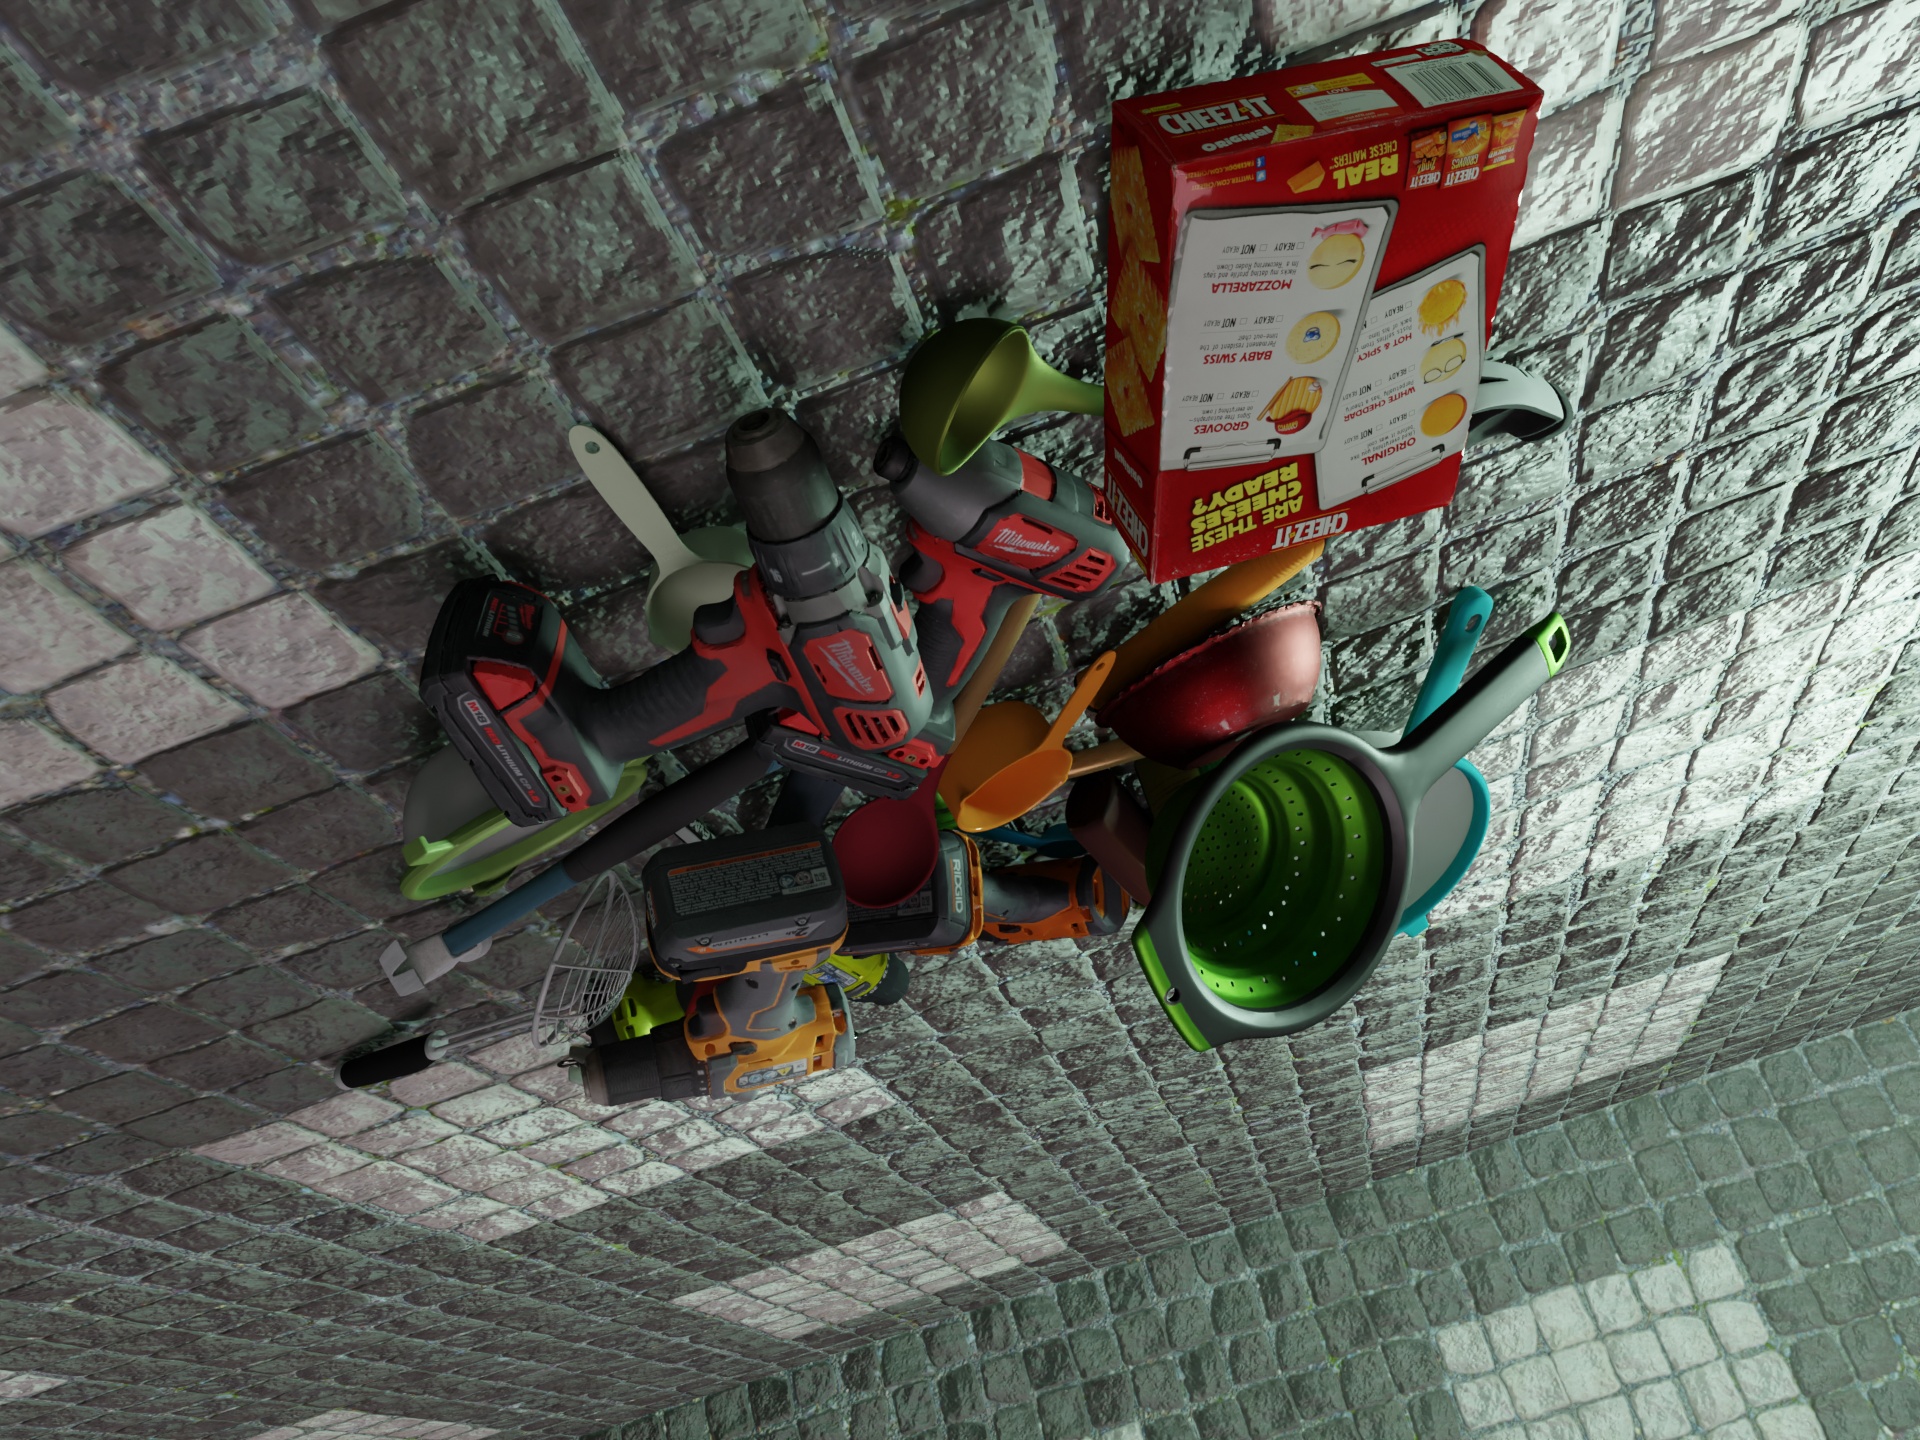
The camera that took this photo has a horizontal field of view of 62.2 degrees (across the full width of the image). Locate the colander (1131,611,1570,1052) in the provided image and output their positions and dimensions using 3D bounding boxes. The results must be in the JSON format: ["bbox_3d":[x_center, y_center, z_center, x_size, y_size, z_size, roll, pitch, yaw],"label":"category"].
[{"bbox_3d":[0.249,0.047,1.060,0.397,0.095,0.204,-38,116,-18],"label":"colander"}]

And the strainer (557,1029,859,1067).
[{"bbox_3d":[-0.218,0.271,1.360,0.258,0.050,0.087,-10,-166,-1],"label":"strainer"}]

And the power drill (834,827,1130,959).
[{"bbox_3d":[0.000,0.133,1.172,0.164,0.084,0.226,-12,166,37],"label":"power drill"}]

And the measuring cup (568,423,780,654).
[{"bbox_3d":[-0.143,-0.095,0.798,0.083,0.038,0.167,-19,134,16],"label":"measuring cup"}]

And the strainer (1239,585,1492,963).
[{"bbox_3d":[0.303,0.030,1.187,0.211,0.095,0.340,-4,127,-23],"label":"strainer"}]

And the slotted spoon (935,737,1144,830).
[{"bbox_3d":[0.097,0.026,1.120,0.313,0.031,0.070,-17,152,-2],"label":"slotted spoon"}]

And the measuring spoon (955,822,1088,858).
[{"bbox_3d":[0.043,0.080,1.200,0.128,0.021,0.042,15,150,-29],"label":"measuring spoon"}]

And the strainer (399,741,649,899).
[{"bbox_3d":[-0.279,0.053,0.953,0.151,0.069,0.256,-27,176,-28],"label":"strainer"}]

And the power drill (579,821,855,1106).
[{"bbox_3d":[-0.160,0.173,1.031,0.185,0.084,0.226,-10,140,-14],"label":"power drill"}]

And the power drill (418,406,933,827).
[{"bbox_3d":[-0.140,-0.046,0.767,0.226,0.080,0.187,-13,131,10],"label":"power drill"}]

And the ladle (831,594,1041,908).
[{"bbox_3d":[-0.002,-0.003,0.962,0.069,0.031,0.315,20,124,-13],"label":"ladle"}]

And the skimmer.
[{"bbox_3d":[-0.362,0.204,1.151,0.363,0.127,0.090,-22,120,32],"label":"skimmer"}]

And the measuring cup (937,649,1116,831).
[{"bbox_3d":[0.042,-0.001,1.020,0.095,0.052,0.173,-9,144,-42],"label":"measuring cup"}]

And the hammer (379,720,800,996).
[{"bbox_3d":[-0.226,0.084,0.980,0.331,0.033,0.128,-31,180,18],"label":"hammer"}]

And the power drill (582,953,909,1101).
[{"bbox_3d":[-0.163,0.220,1.266,0.228,0.080,0.190,-27,148,12],"label":"power drill"}]

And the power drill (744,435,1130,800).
[{"bbox_3d":[-0.024,-0.061,0.856,0.143,0.079,0.219,20,130,-29],"label":"power drill"}]

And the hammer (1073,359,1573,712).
[{"bbox_3d":[0.187,-0.096,0.928,0.127,0.034,0.337,-3,154,-48],"label":"hammer"}]

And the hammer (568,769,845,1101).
[{"bbox_3d":[-0.158,0.135,1.088,0.143,0.038,0.386,10,129,-21],"label":"hammer"}]

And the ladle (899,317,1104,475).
[{"bbox_3d":[0.109,-0.150,0.804,0.320,0.062,0.078,1,131,-33],"label":"ladle"}]
